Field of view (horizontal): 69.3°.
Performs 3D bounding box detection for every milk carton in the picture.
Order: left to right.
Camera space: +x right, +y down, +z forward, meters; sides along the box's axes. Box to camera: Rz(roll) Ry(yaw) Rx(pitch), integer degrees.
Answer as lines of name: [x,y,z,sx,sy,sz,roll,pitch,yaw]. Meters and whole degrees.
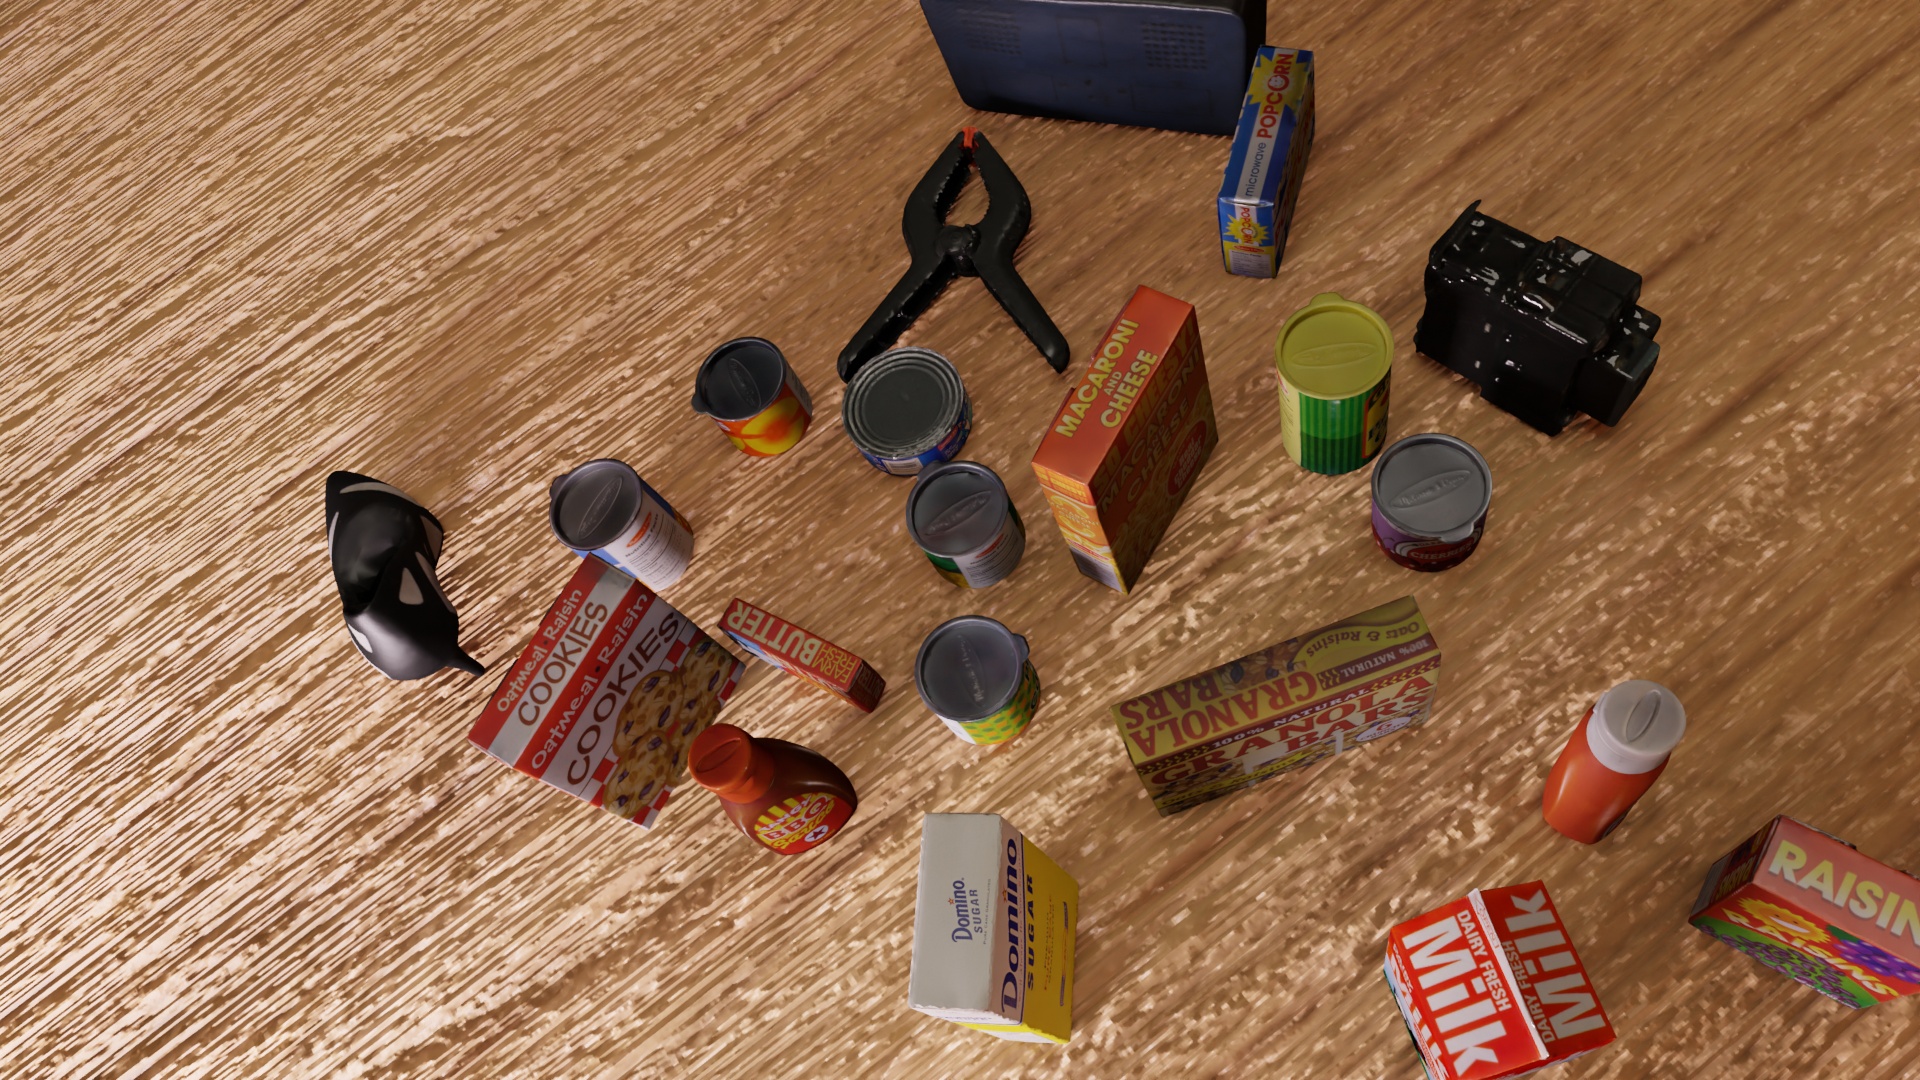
milk carton: [0.247,0.212,0.648,0.073,0.190,0.072,-20,63,6]

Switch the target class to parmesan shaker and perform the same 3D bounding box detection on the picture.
parmesan shaker: [0.226,-0.092,0.839,0.071,0.102,0.071,-6,66,13]

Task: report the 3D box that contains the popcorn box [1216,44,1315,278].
popcorn box: [0.205,-0.251,0.925,0.038,0.085,0.127,11,70,19]

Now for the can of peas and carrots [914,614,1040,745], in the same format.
can of peas and carrots: [0.014,0.084,0.842,0.071,0.058,0.071,-6,66,13]

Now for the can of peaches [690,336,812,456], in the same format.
can of peaches: [-0.145,-0.098,0.966,0.071,0.058,0.071,-6,66,13]

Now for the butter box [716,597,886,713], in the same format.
butter box: [-0.100,0.073,0.881,0.103,0.053,0.024,23,75,23]

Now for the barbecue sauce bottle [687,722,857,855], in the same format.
barbecue sauce bottle: [-0.110,0.141,0.799,0.065,0.148,0.044,-34,63,-1]

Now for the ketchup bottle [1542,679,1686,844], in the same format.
ketchup bottle: [0.327,0.108,0.696,0.043,0.148,0.065,29,77,24]

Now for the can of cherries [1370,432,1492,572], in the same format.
can of cherries: [0.276,-0.019,0.817,0.071,0.058,0.072,-6,66,13]

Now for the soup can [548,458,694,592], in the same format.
soup can: [-0.228,-0.009,0.935,0.071,0.083,0.071,-6,66,13]

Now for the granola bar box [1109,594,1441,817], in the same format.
granola bar box: [0.173,0.095,0.757,0.165,0.124,0.039,-21,63,5]

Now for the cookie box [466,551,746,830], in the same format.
cookie box: [-0.206,0.095,0.835,0.040,0.167,0.123,24,75,23]

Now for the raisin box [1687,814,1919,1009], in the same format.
raisin box: [0.408,0.178,0.657,0.086,0.123,0.040,28,77,24]

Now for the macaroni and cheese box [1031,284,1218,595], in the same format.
macaroni and cheese box: [0.101,-0.054,0.819,0.040,0.166,0.124,26,76,24]

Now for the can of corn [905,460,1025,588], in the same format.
can of corn: [0.003,-0.011,0.887,0.071,0.058,0.071,-6,66,13]
